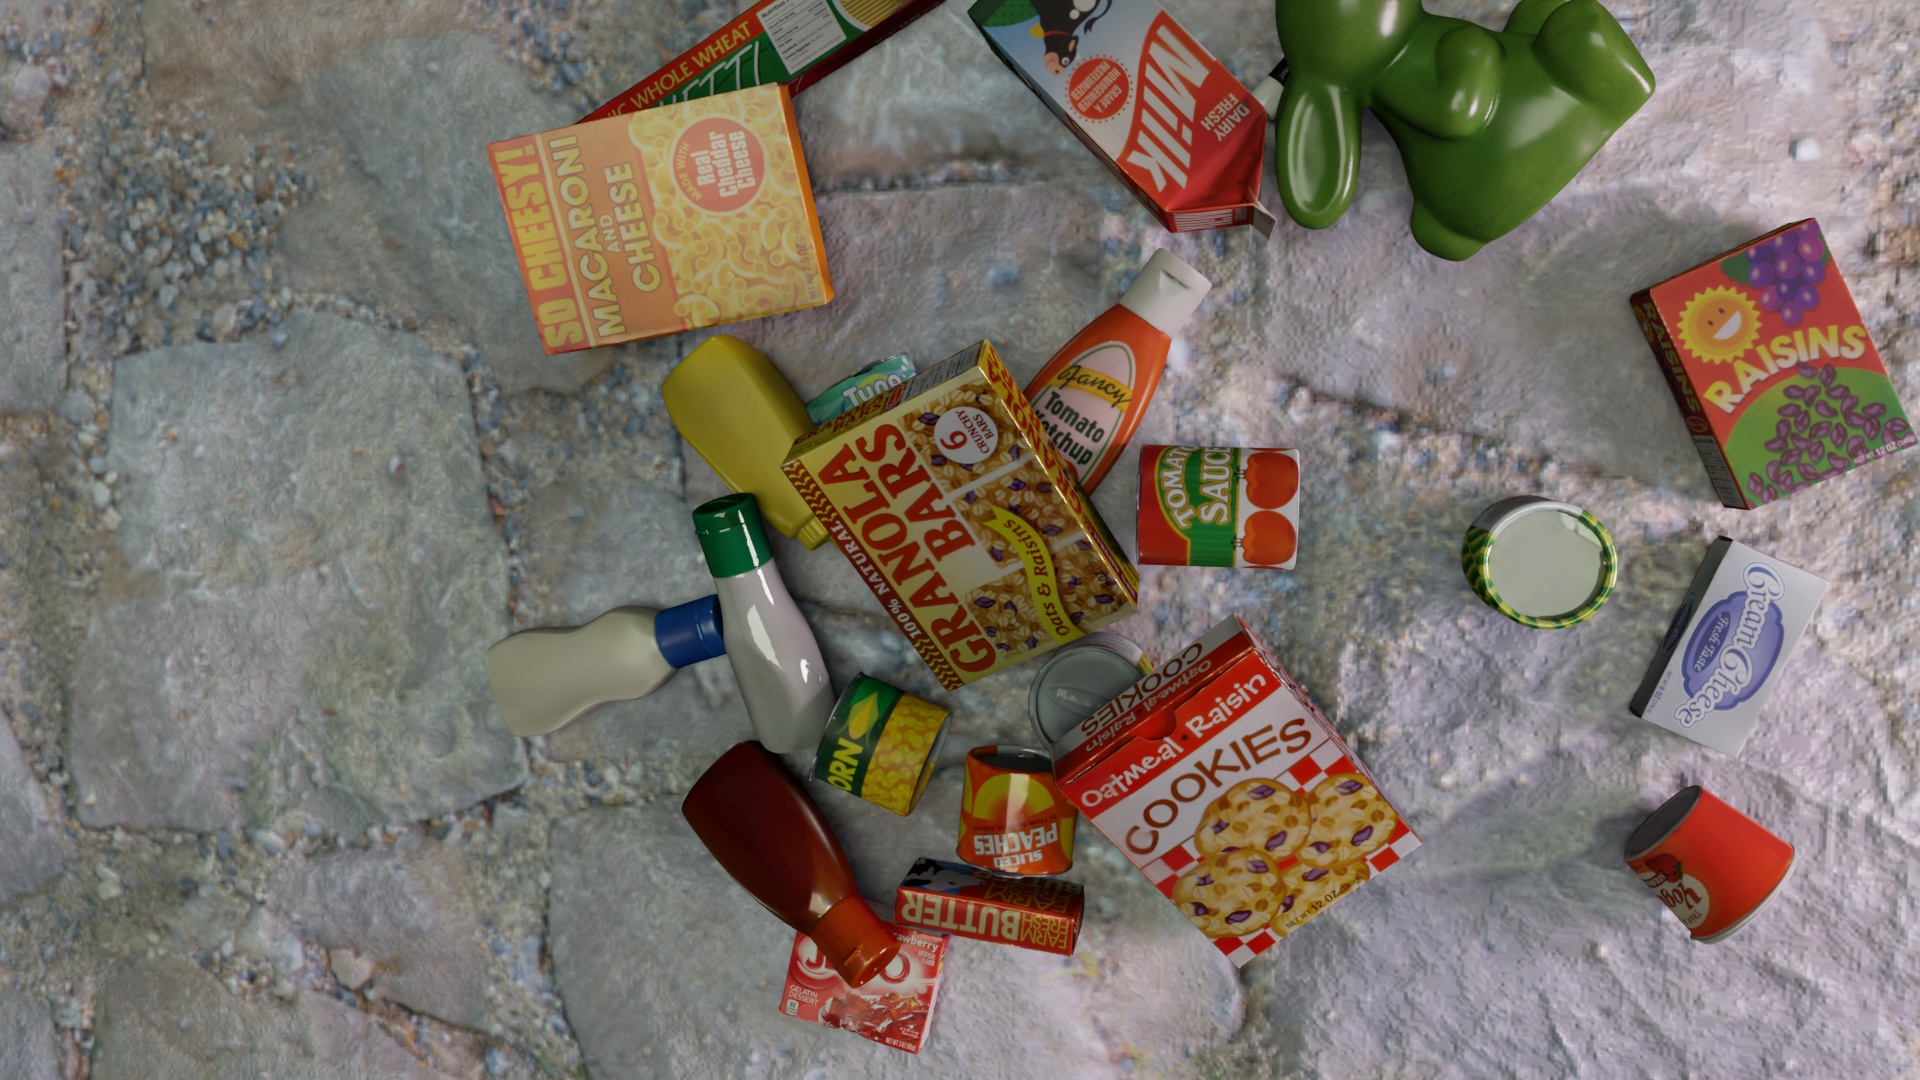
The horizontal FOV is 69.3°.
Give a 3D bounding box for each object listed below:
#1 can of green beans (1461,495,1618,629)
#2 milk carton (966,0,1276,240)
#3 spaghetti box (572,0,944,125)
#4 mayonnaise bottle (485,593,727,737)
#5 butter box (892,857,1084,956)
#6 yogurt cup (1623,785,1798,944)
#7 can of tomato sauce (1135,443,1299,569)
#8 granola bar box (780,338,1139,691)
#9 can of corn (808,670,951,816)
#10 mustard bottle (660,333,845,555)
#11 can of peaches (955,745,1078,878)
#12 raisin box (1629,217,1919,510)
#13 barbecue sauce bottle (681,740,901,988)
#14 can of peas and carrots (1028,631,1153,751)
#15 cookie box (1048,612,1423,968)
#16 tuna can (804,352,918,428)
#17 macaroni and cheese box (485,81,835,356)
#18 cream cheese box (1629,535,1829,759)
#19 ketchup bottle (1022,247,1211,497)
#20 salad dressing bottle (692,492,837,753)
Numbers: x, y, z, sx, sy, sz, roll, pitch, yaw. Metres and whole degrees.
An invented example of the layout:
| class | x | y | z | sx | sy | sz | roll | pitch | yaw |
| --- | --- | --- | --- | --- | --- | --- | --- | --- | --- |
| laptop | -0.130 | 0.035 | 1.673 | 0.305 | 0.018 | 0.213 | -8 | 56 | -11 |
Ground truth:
| class | x | y | z | sx | sy | sz | roll | pitch | yaw |
| --- | --- | --- | --- | --- | --- | --- | --- | --- | --- |
| can of green beans | 0.299 | 0.011 | 0.719 | 0.071 | 0.058 | 0.071 | 1 | 94 | 11 |
| milk carton | 0.099 | -0.231 | 0.736 | 0.073 | 0.072 | 0.190 | -44 | 85 | 10 |
| spaghetti box | -0.127 | -0.269 | 0.800 | 0.250 | 0.029 | 0.050 | -29 | 88 | 12 |
| mayonnaise bottle | -0.207 | 0.070 | 0.832 | 0.148 | 0.041 | 0.064 | -17 | 91 | 11 |
| butter box | 0.018 | 0.207 | 0.789 | 0.103 | 0.053 | 0.024 | 8 | 97 | 11 |
| yogurt cup | 0.380 | 0.163 | 0.710 | 0.054 | 0.072 | 0.072 | 43 | 100 | 14 |
| can of tomato sauce | 0.137 | -0.019 | 0.743 | 0.083 | 0.071 | 0.071 | 2 | 94 | 10 |
| granola bar box | 0.003 | -0.009 | 0.745 | 0.124 | 0.039 | 0.165 | -25 | 114 | 21 |
| can of corn | -0.045 | 0.117 | 0.787 | 0.058 | 0.071 | 0.071 | 22 | 98 | 8 |
| mustard bottle | -0.103 | -0.043 | 0.800 | 0.065 | 0.049 | 0.160 | -40 | 87 | 17 |
| can of peaches | 0.033 | 0.150 | 0.773 | 0.071 | 0.071 | 0.058 | 7 | 94 | 11 |
| raisin box | 0.408 | -0.088 | 0.701 | 0.086 | 0.040 | 0.123 | -25 | 90 | 12 |
| barbecue sauce bottle | -0.094 | 0.186 | 0.794 | 0.065 | 0.043 | 0.149 | -48 | 67 | 7 |
| can of peas and carrots | 0.074 | 0.089 | 0.768 | 0.071 | 0.059 | 0.071 | 1 | 95 | 11 |
| cookie box | 0.145 | 0.135 | 0.729 | 0.123 | 0.040 | 0.167 | -38 | 114 | 11 |
| tuna can | -0.050 | -0.076 | 0.776 | 0.071 | 0.071 | 0.033 | -28 | 90 | 12 |
| macaroni and cheese box | -0.167 | -0.180 | 0.787 | 0.166 | 0.040 | 0.123 | -10 | 106 | 6 |
| cream cheese box | 0.397 | 0.055 | 0.720 | 0.053 | 0.024 | 0.103 | 24 | 98 | 7 |
| ketchup bottle | 0.079 | -0.090 | 0.764 | 0.065 | 0.043 | 0.148 | 36 | 99 | 2 |
| salad dressing bottle | -0.112 | 0.047 | 0.788 | 0.064 | 0.044 | 0.147 | 5 | 117 | 49 |
